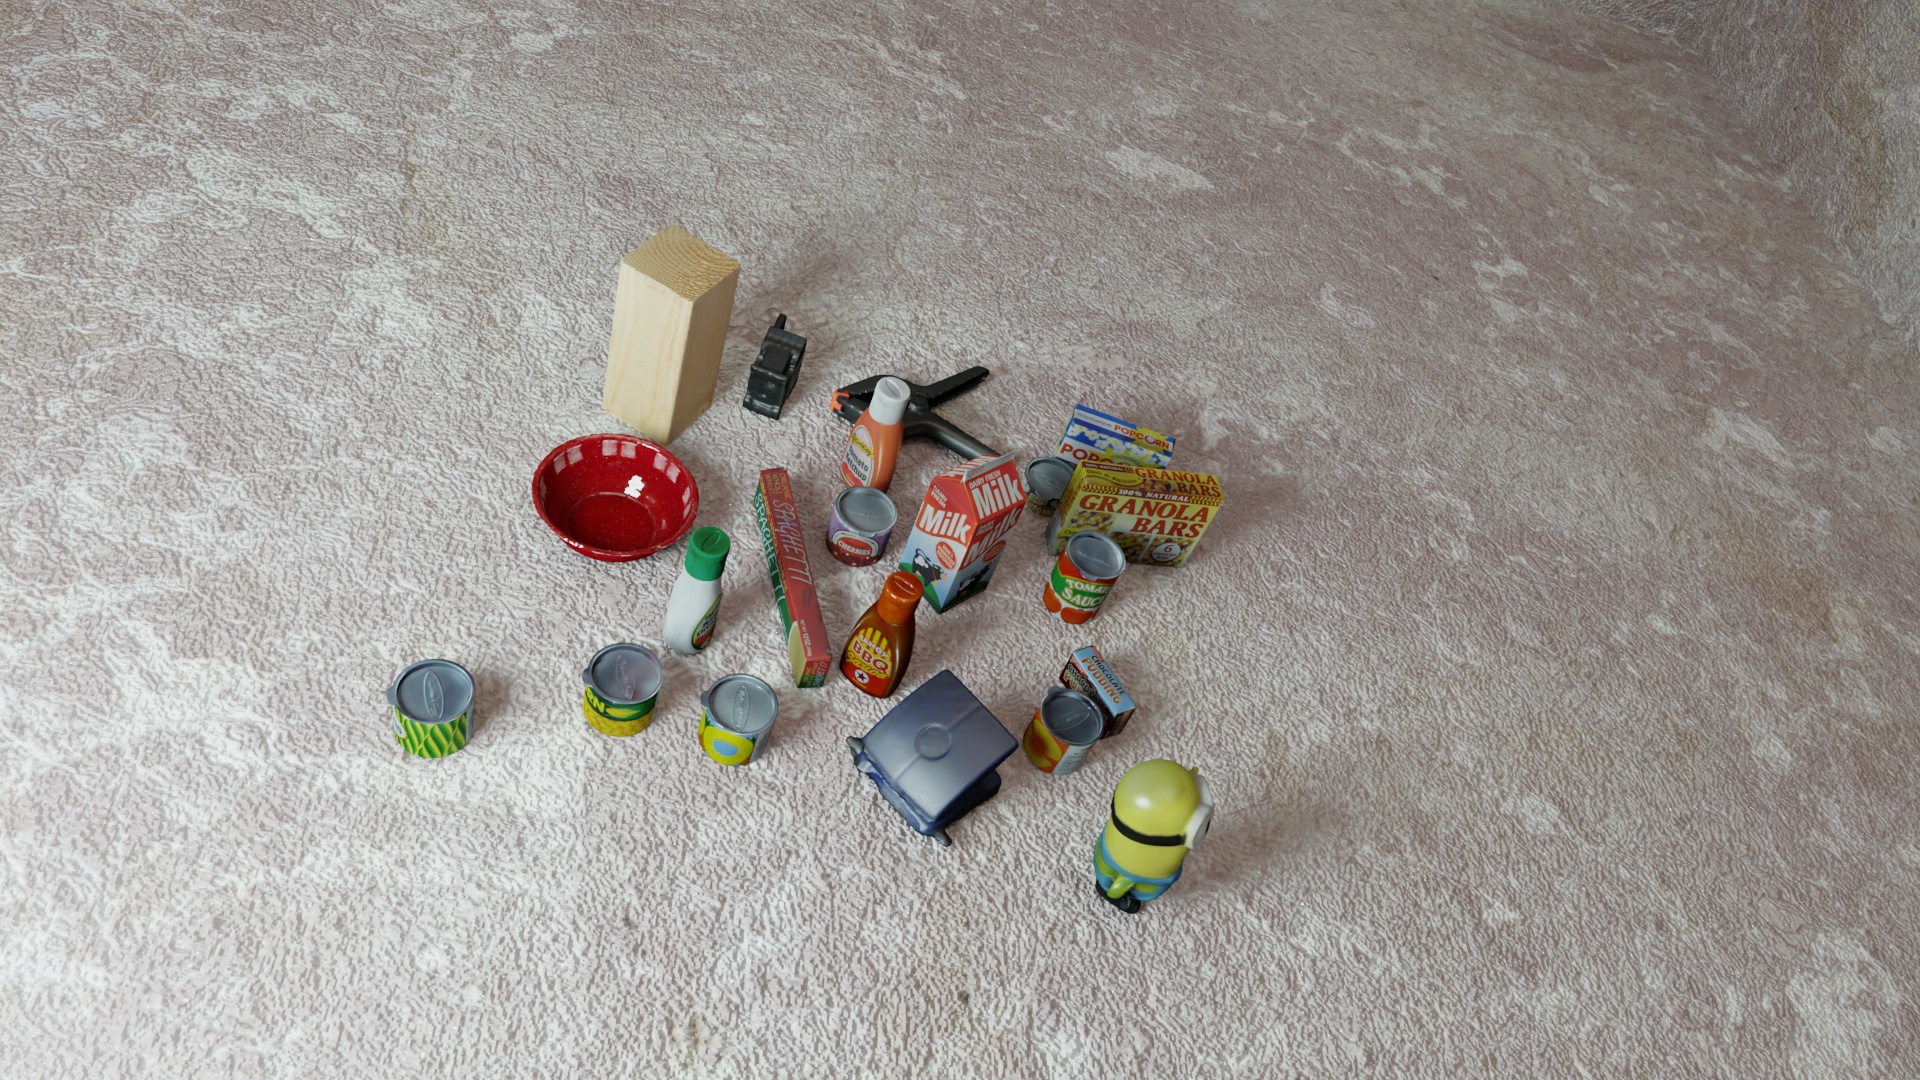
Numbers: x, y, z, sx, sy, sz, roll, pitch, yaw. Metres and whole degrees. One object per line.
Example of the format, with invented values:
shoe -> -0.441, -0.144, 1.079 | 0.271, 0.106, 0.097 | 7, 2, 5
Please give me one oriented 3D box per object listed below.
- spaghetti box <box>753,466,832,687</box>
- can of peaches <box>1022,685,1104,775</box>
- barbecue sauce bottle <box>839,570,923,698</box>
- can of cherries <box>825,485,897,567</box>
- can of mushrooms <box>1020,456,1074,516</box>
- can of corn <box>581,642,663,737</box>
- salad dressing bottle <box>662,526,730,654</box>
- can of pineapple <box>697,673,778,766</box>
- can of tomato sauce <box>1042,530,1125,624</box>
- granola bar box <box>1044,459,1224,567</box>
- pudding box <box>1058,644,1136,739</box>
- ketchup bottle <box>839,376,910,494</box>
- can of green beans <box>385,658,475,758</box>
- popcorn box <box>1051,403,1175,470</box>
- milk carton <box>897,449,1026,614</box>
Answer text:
spaghetti box -> -0.171, 0.033, 1.404 | 0.029, 0.049, 0.251 | -1, 51, -22
can of peaches -> 0.099, 0.187, 1.366 | 0.071, 0.057, 0.071 | 11, 47, -12
barbecue sauce bottle -> -0.071, 0.088, 1.326 | 0.065, 0.147, 0.044 | 35, 47, 11
can of cherries -> -0.106, -0.013, 1.464 | 0.071, 0.058, 0.072 | 11, 47, -12
can of mushrooms -> 0.100, -0.061, 1.605 | 0.071, 0.033, 0.071 | 11, 47, -12
can of corn -> -0.308, 0.136, 1.254 | 0.071, 0.058, 0.071 | 11, 47, -12
salad dressing bottle -> -0.245, 0.047, 1.295 | 0.044, 0.146, 0.064 | 29, 46, 5
can of pineapple -> -0.205, 0.163, 1.269 | 0.071, 0.057, 0.071 | 11, 47, -12
can of tomato sauce -> 0.131, 0.042, 1.490 | 0.071, 0.082, 0.071 | 11, 47, -12
granola bar box -> 0.192, -0.028, 1.548 | 0.166, 0.123, 0.039 | 6, 48, -17
pudding box -> 0.140, 0.154, 1.416 | 0.030, 0.049, 0.084 | -15, 57, -31
ketchup bottle -> -0.089, -0.112, 1.497 | 0.044, 0.148, 0.065 | -21, 60, -34
can of green beans -> -0.451, 0.144, 1.190 | 0.071, 0.057, 0.071 | 11, 47, -12
popcorn box -> 0.178, -0.102, 1.635 | 0.127, 0.084, 0.038 | 19, 46, -4
milk carton -> 0.005, -0.018, 1.420 | 0.072, 0.189, 0.073 | -26, 63, -36
